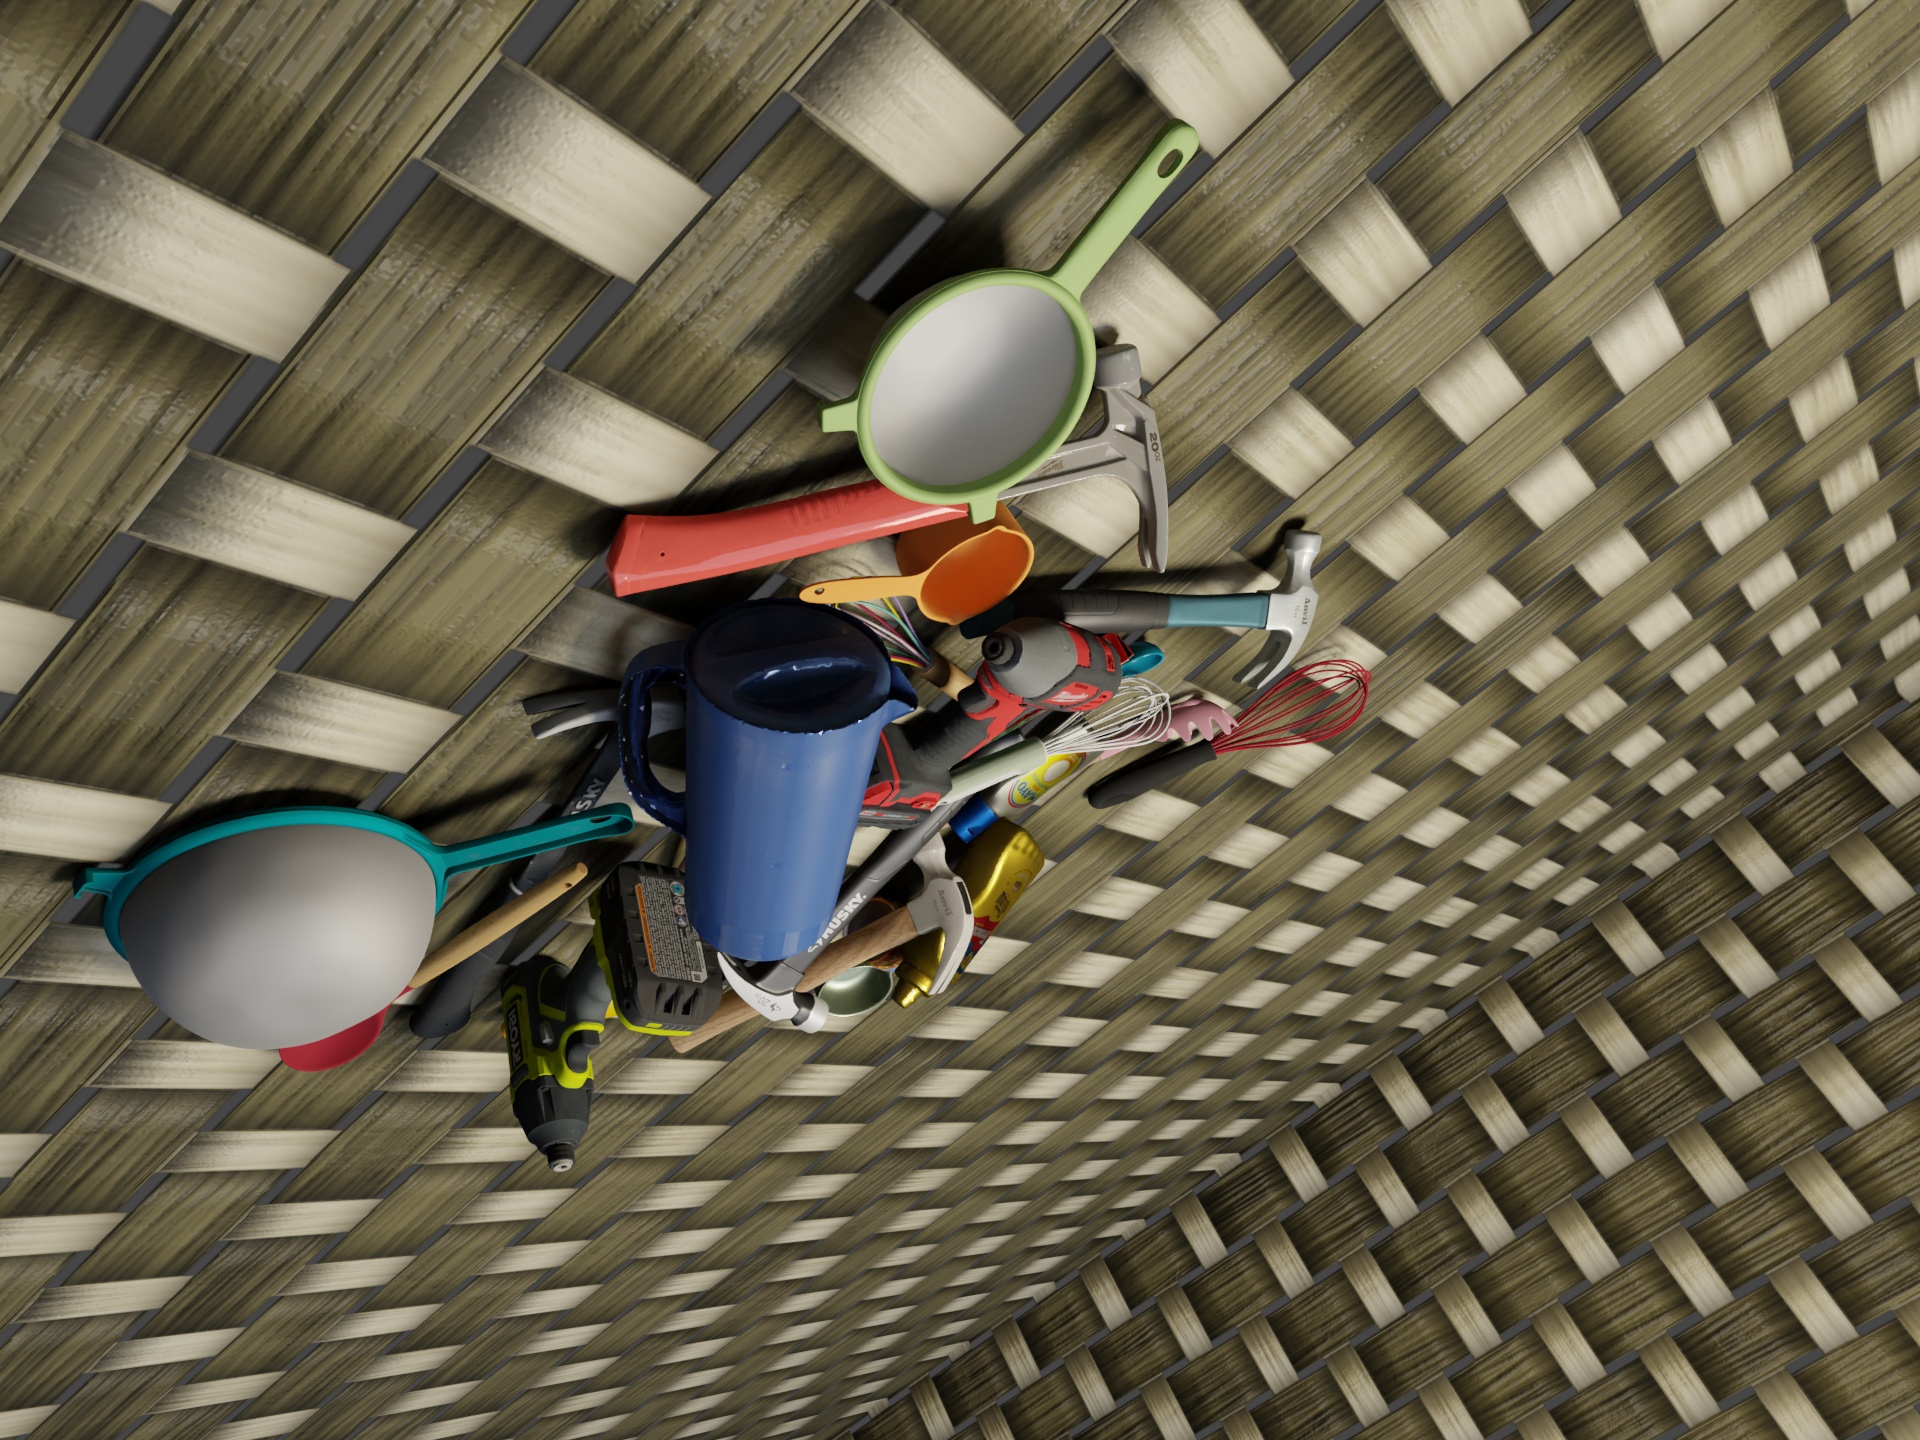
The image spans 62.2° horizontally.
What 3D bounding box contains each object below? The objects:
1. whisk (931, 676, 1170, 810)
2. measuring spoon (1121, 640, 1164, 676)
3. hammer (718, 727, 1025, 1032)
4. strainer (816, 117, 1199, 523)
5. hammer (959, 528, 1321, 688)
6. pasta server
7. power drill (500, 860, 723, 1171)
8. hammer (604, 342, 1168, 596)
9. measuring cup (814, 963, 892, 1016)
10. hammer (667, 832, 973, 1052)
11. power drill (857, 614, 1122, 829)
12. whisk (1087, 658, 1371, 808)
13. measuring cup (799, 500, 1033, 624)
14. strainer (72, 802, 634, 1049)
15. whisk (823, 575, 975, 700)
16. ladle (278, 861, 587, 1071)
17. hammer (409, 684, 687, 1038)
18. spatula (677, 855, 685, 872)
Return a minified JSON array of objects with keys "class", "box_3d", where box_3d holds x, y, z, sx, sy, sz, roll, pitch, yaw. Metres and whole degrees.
[{"class":"whisk","box_3d":[0.071,0.023,1.301,0.246,0.059,0.058,-22,172,-23]},{"class":"measuring spoon","box_3d":[0.107,-0.044,1.331,0.128,0.021,0.042,-15,161,-8]},{"class":"hammer","box_3d":[-0.069,0.119,1.343,0.335,0.035,0.146,-46,129,7]},{"class":"strainer","box_3d":[0.031,-0.242,0.904,0.256,0.069,0.151,-49,138,16]},{"class":"hammer","box_3d":[0.146,-0.087,1.239,0.331,0.033,0.128,-3,104,-30]},{"class":"pasta server","box_3d":[0.102,0.047,1.439,0.316,0.040,0.060,-23,-173,-9]},{"class":"power drill","box_3d":[-0.276,0.226,1.220,0.080,0.171,0.223,15,133,-38]},{"class":"hammer","box_3d":[-0.040,-0.126,0.991,0.359,0.037,0.149,-16,110,-15]},{"class":"measuring cup","box_3d":[-0.127,0.227,1.526,0.083,0.038,0.167,-31,134,6]},{"class":"hammer","box_3d":[-0.132,0.227,1.438,0.331,0.130,0.031,-28,164,21]},{"class":"power drill","box_3d":[-0.002,-0.004,1.152,0.219,0.079,0.143,-31,159,25]},{"class":"whisk","box_3d":[0.258,0.019,1.522,0.296,0.073,0.073,-24,151,2]},{"class":"measuring cup","box_3d":[-0.036,-0.109,1.060,0.173,0.052,0.095,-9,145,-29]},{"class":"strainer","box_3d":[-0.377,0.136,1.046,0.340,0.095,0.210,-15,146,-10]},{"class":"whisk","box_3d":[-0.038,-0.047,1.163,0.051,0.047,0.244,-21,158,17]},{"class":"ladle","box_3d":[-0.388,0.180,1.169,0.315,0.031,0.069,-32,141,22]},{"class":"hammer","box_3d":[-0.318,0.114,1.168,0.149,0.036,0.408,4,137,-43]},{"class":"spatula","box_3d":[-0.208,0.124,1.250,0.082,0.044,0.317,6,144,-26]}]
